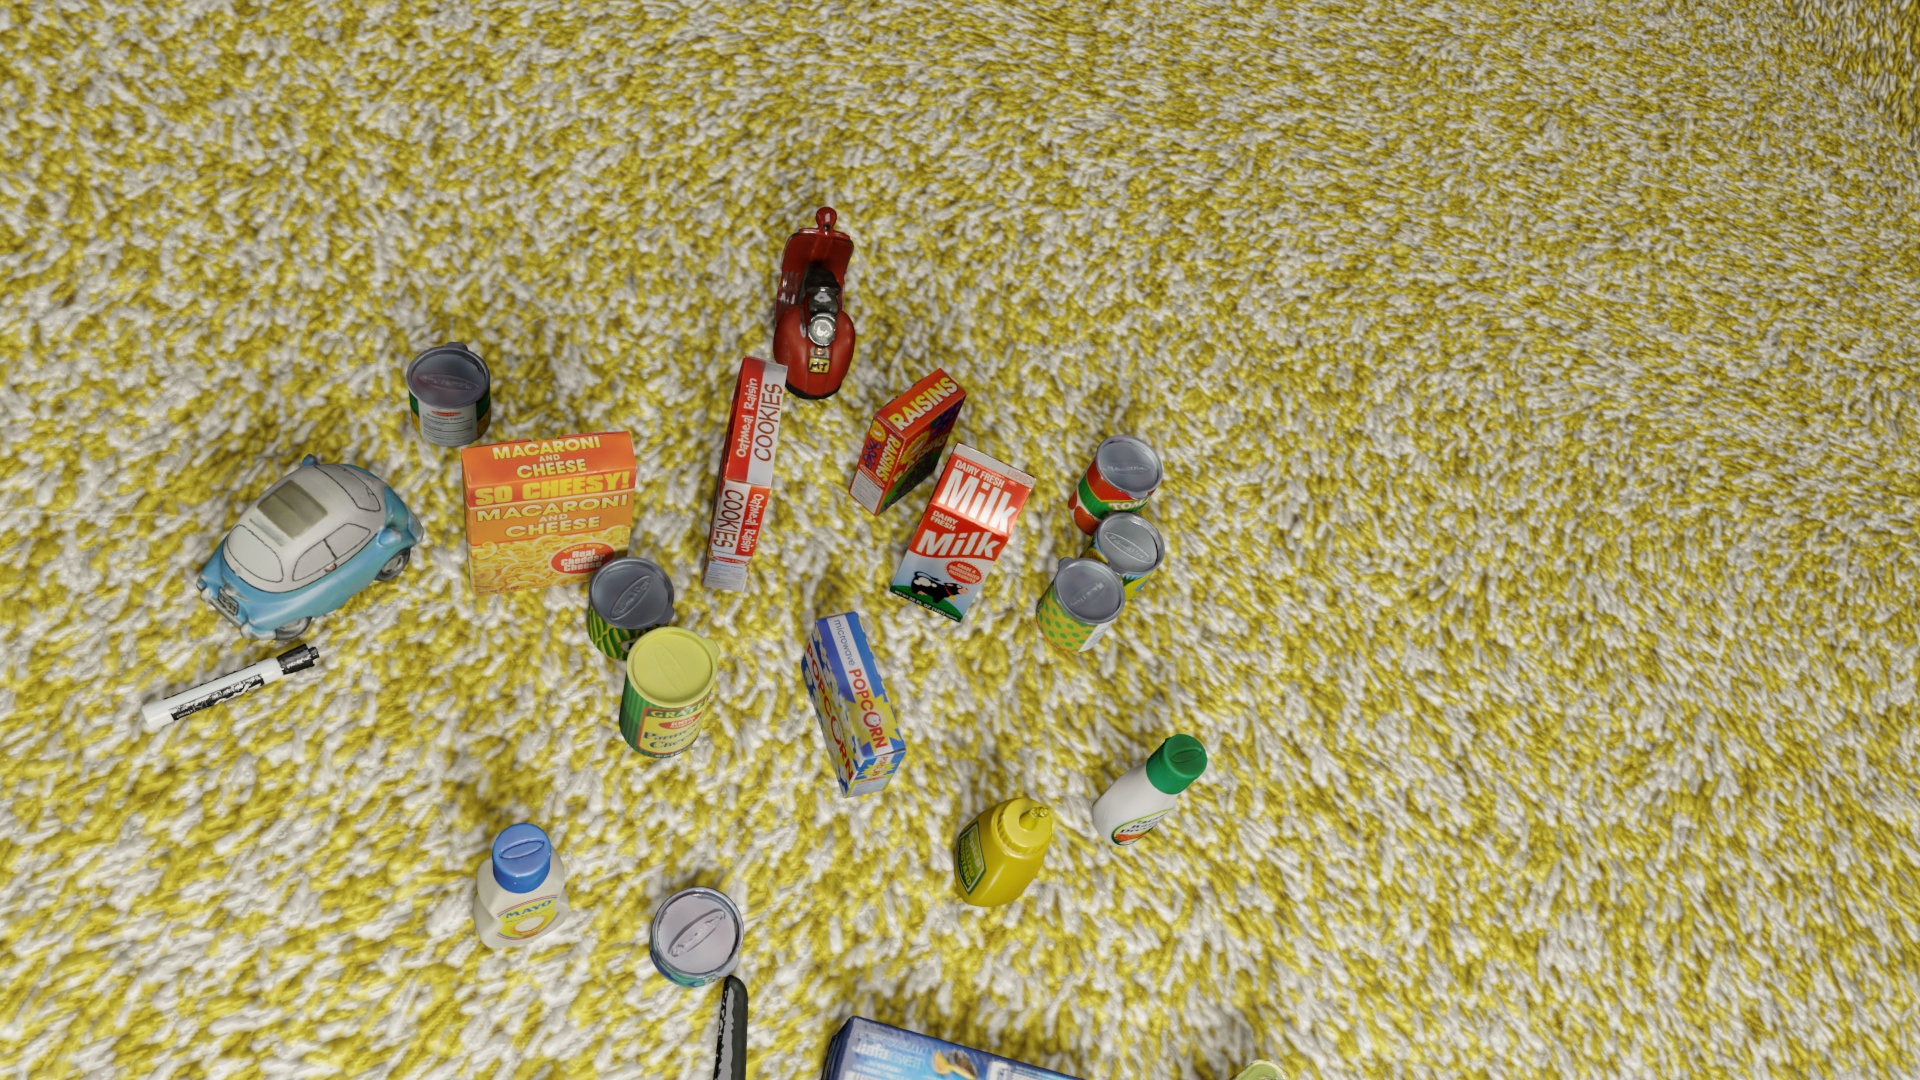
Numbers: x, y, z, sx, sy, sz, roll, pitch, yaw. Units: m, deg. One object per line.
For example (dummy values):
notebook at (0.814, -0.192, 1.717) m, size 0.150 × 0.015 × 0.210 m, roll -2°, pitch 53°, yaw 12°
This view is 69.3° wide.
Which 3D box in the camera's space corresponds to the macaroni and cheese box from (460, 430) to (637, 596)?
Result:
macaroni and cheese box at (-0.323, -0.020, 1.086) m, size 0.124 × 0.165 × 0.040 m, roll -8°, pitch 62°, yaw -22°

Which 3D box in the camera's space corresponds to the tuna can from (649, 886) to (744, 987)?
tuna can at (-0.191, 0.291, 1.011) m, size 0.071 × 0.032 × 0.071 m, roll 8°, pitch 57°, yaw -13°

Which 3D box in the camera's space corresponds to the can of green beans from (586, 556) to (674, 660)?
can of green beans at (-0.268, 0.056, 1.122) m, size 0.071 × 0.057 × 0.071 m, roll 8°, pitch 57°, yaw -13°

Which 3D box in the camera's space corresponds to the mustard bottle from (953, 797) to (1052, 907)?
mustard bottle at (0.035, 0.228, 1.046) m, size 0.049 × 0.159 × 0.065 m, roll -1°, pitch 59°, yaw -18°

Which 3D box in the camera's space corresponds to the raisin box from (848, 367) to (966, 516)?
raisin box at (-0.048, -0.087, 1.242) m, size 0.040 × 0.122 × 0.086 m, roll 43°, pitch 56°, yaw 11°

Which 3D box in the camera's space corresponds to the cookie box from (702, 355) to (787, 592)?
cookie box at (-0.181, -0.052, 1.151) m, size 0.040 × 0.166 × 0.123 m, roll 10°, pitch 56°, yaw -12°

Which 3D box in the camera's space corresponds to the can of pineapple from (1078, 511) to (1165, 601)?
can of pineapple at (0.146, 0.017, 1.277) m, size 0.071 × 0.057 × 0.071 m, roll 8°, pitch 57°, yaw -13°

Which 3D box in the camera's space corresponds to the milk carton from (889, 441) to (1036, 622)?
milk carton at (0.004, -0.015, 1.172) m, size 0.072 × 0.189 × 0.074 m, roll 24°, pitch 55°, yaw -2°

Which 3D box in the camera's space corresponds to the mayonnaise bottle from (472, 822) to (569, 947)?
mayonnaise bottle at (-0.298, 0.234, 0.943) m, size 0.065 × 0.147 × 0.041 m, roll -14°, pitch 64°, yaw -25°

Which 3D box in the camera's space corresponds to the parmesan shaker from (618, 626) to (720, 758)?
parmesan shaker at (-0.224, 0.118, 1.069) m, size 0.071 × 0.102 × 0.071 m, roll 8°, pitch 57°, yaw -13°

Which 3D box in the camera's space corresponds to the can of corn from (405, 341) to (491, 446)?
can of corn at (-0.435, -0.124, 1.184) m, size 0.071 × 0.058 × 0.071 m, roll 8°, pitch 57°, yaw -13°

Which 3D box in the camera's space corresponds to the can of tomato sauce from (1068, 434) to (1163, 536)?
can of tomato sauce at (0.145, -0.047, 1.303) m, size 0.071 × 0.082 × 0.071 m, roll 8°, pitch 57°, yaw -13°

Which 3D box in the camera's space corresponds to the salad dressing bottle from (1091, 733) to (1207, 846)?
salad dressing bottle at (0.151, 0.199, 1.108) m, size 0.064 × 0.147 × 0.044 m, roll -11°, pitch 63°, yaw -23°

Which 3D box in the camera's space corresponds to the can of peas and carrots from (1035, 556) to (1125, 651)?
can of peas and carrots at (0.104, 0.056, 1.238) m, size 0.071 × 0.058 × 0.071 m, roll 8°, pitch 57°, yaw -13°

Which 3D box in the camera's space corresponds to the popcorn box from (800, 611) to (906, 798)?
popcorn box at (-0.088, 0.132, 1.114) m, size 0.038 × 0.084 × 0.127 m, roll -11°, pitch 62°, yaw -23°
